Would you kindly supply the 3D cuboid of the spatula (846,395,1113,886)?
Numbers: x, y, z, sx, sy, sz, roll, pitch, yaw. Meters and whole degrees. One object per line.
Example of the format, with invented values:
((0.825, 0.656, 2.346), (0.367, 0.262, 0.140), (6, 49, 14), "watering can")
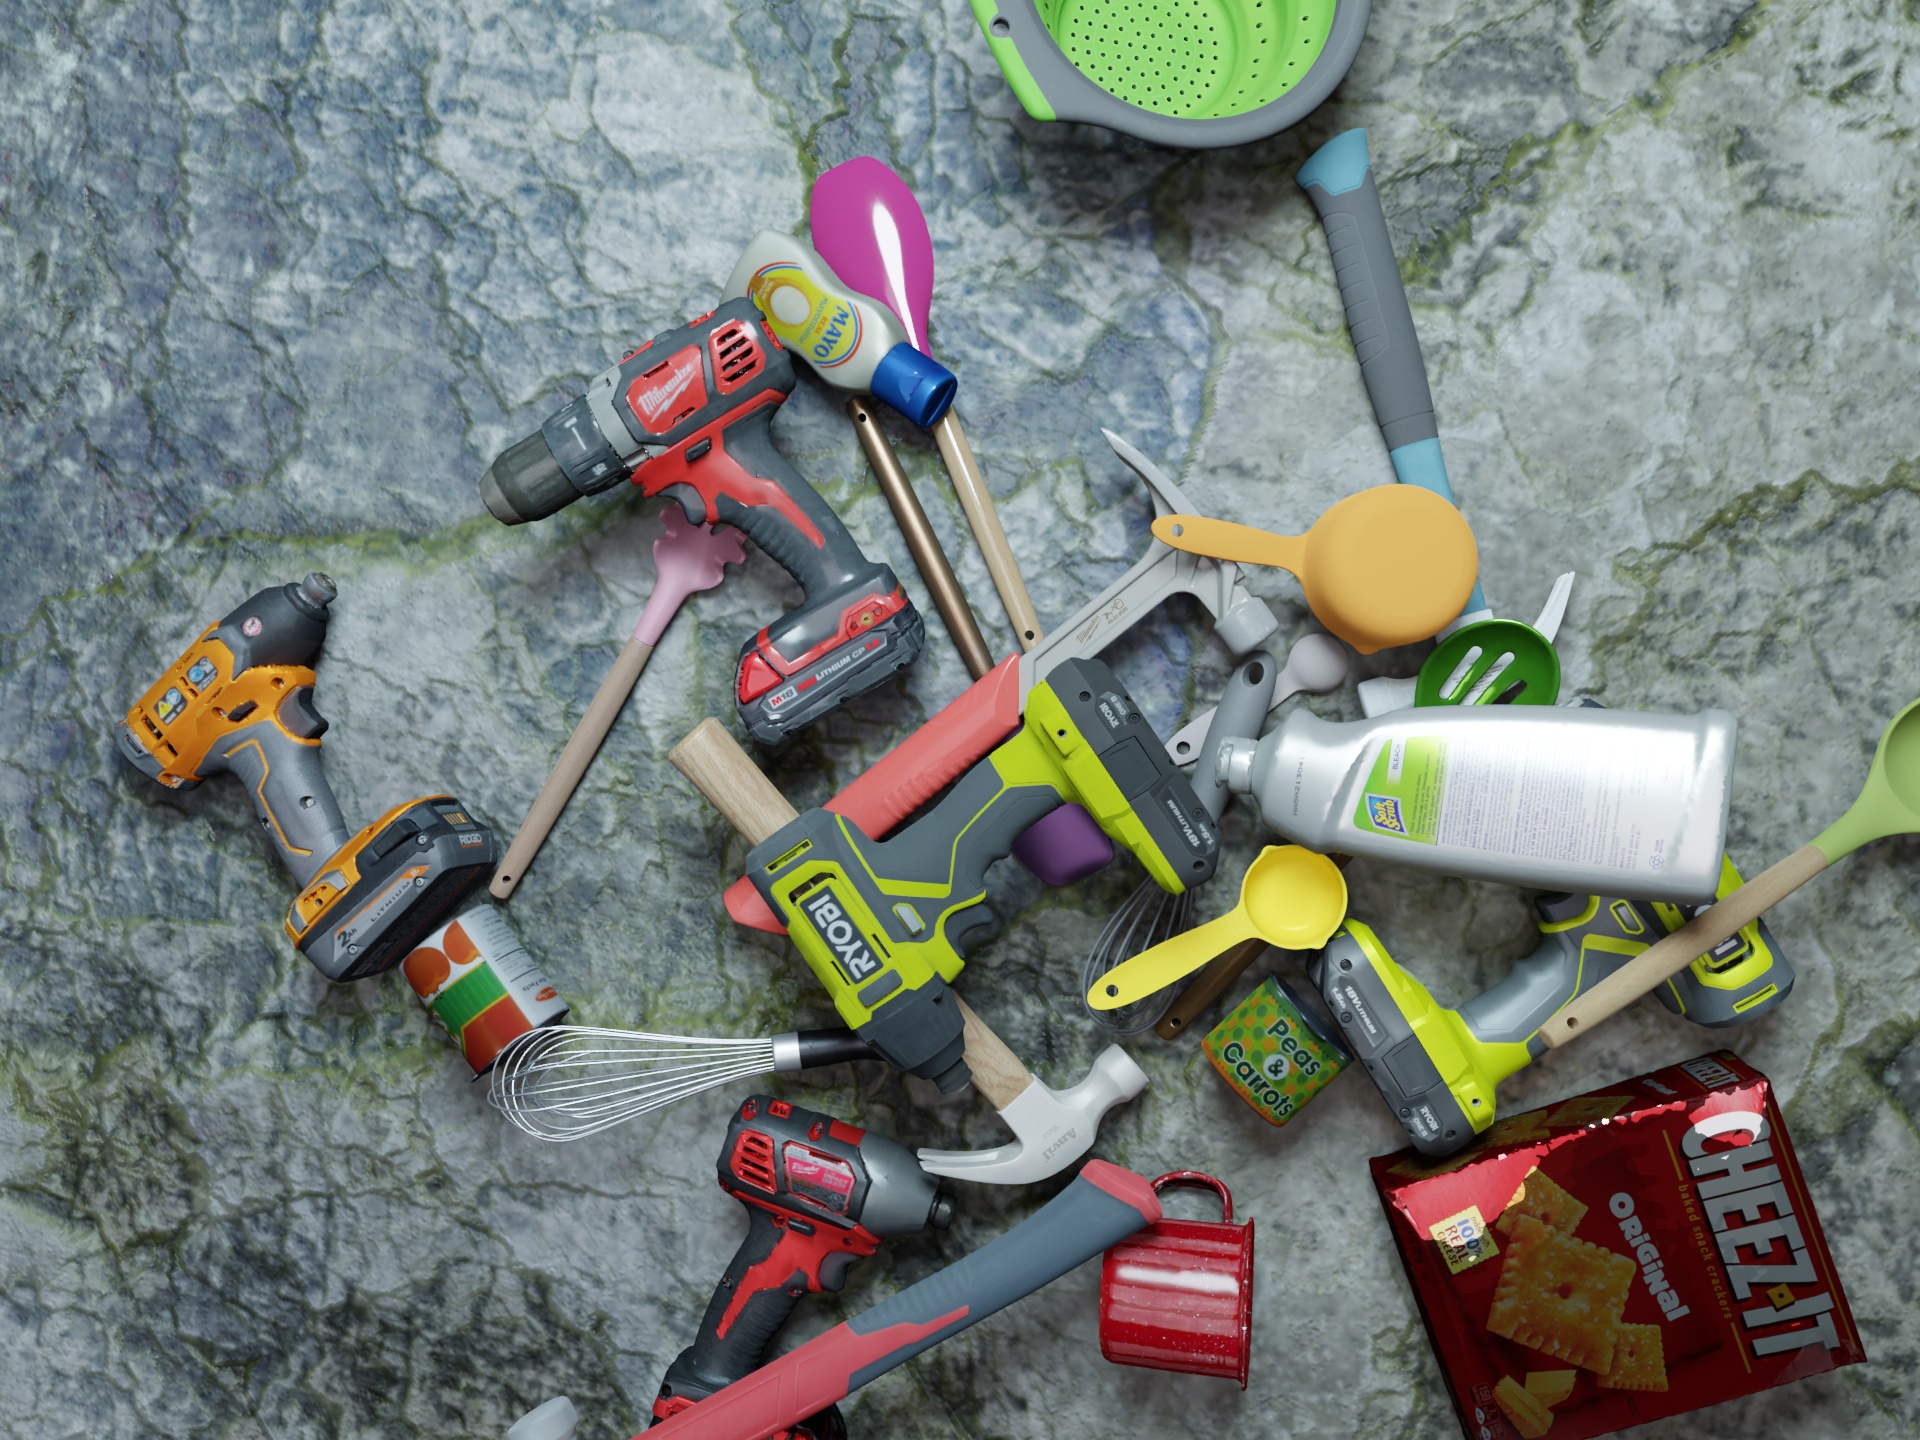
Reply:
((0.002, -0.048, 0.946), (0.060, 0.018, 0.316), (-25, 89, 9), "spatula")

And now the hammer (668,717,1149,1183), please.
((-0.046, 0.133, 0.909), (0.130, 0.031, 0.331), (-42, 96, -3), "hammer")

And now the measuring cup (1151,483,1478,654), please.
((0.191, -0.090, 0.851), (0.173, 0.052, 0.095), (10, 90, -4), "measuring cup")

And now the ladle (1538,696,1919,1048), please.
((0.428, 0.080, 0.819), (0.320, 0.062, 0.078), (-29, 73, -14), "ladle")

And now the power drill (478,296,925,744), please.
((-0.142, -0.100, 0.902), (0.188, 0.080, 0.226), (-30, 103, 4), "power drill")

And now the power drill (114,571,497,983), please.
((-0.392, 0.028, 0.975), (0.164, 0.084, 0.226), (-44, 82, 7), "power drill")

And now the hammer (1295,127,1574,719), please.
((0.251, -0.169, 0.899), (0.128, 0.033, 0.331), (-15, 89, 9), "hammer")

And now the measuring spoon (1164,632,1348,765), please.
((0.169, -0.009, 0.922), (0.124, 0.018, 0.034), (-33, 87, 9), "measuring spoon")

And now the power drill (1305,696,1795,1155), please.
((0.311, 0.115, 0.878), (0.228, 0.080, 0.190), (-32, 88, 5), "power drill")

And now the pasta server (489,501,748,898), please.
((-0.207, -0.024, 0.967), (0.060, 0.040, 0.316), (30, 97, -12), "pasta server")

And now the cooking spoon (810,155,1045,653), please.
((-0.013, -0.185, 0.943), (0.069, 0.017, 0.319), (-22, 88, 9), "cooking spoon")

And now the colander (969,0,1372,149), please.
((0.185, -0.424, 0.883), (0.397, 0.094, 0.204), (-24, 88, -10), "colander")

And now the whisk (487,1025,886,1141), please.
((-0.134, 0.201, 0.938), (0.284, 0.070, 0.070), (-7, 91, -5), "whisk")

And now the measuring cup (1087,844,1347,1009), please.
((0.141, 0.120, 0.885), (0.156, 0.029, 0.062), (-29, 83, 10), "measuring cup")

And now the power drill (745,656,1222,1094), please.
((0.021, 0.084, 0.857), (0.223, 0.080, 0.171), (-34, 95, 4), "power drill")

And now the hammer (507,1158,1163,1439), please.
((-0.055, 0.368, 0.884), (0.386, 0.038, 0.143), (-30, 85, 4), "hammer")

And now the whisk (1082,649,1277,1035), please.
((0.128, 0.071, 0.914), (0.055, 0.055, 0.239), (22, 95, 7), "whisk")

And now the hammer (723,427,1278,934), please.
((-0.001, -0.003, 0.923), (0.359, 0.036, 0.149), (-39, 87, 11), "hammer")

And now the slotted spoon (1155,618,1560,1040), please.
((0.214, 0.068, 0.896), (0.070, 0.031, 0.313), (41, 106, 3), "slotted spoon")

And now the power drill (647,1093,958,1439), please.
((-0.094, 0.346, 0.945), (0.143, 0.078, 0.219), (17, 91, 7), "power drill")
